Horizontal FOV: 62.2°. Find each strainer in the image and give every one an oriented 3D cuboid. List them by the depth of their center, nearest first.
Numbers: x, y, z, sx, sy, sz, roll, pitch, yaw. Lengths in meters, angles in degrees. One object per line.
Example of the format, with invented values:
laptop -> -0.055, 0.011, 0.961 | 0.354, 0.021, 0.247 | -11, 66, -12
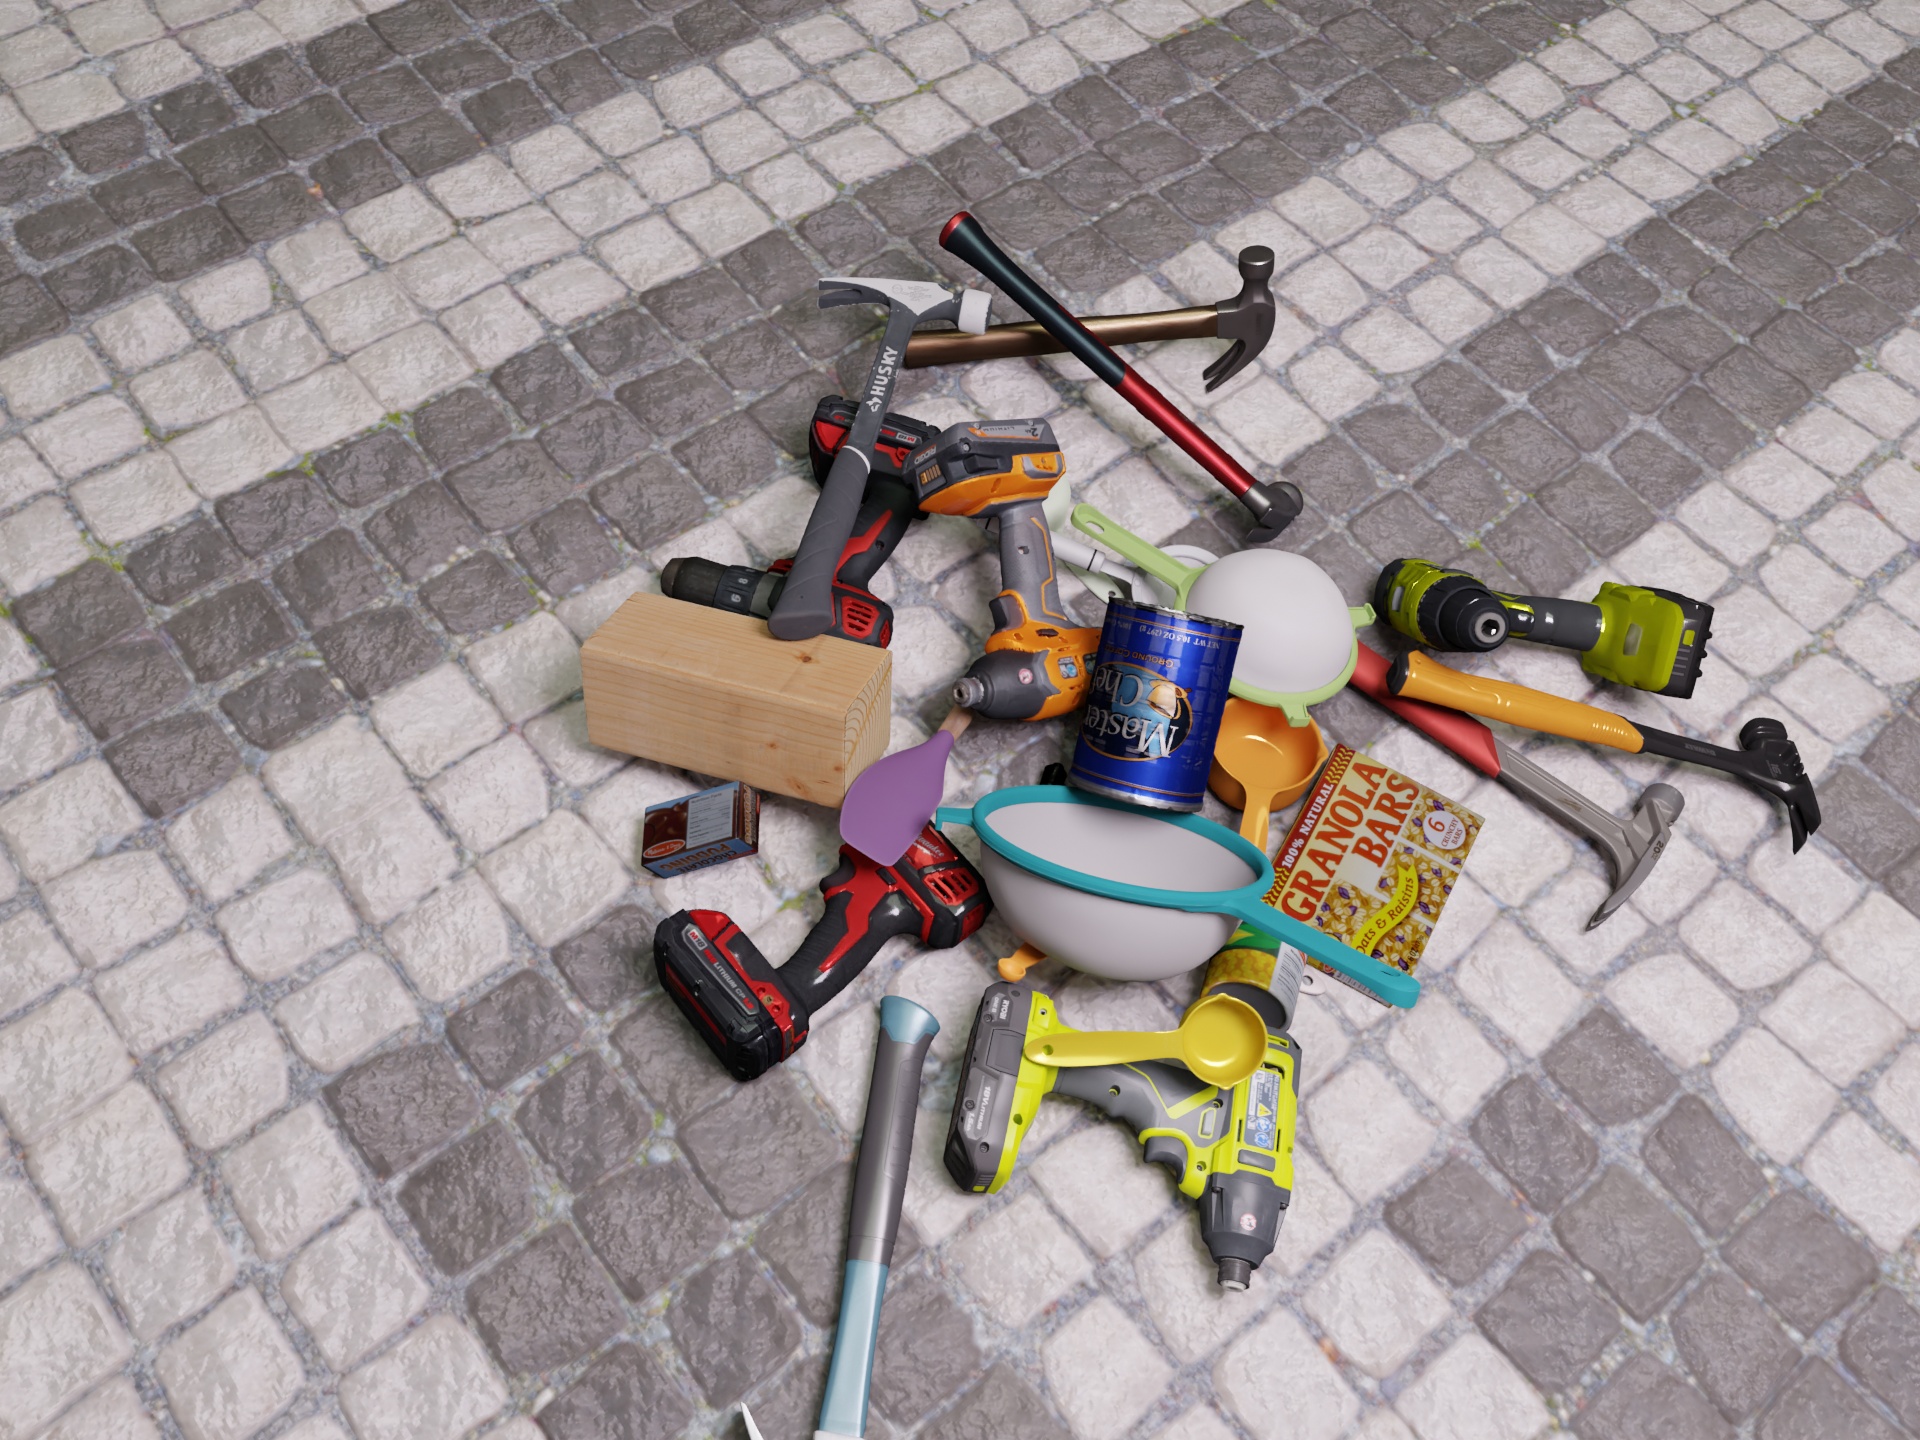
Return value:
strainer -> 0.147, 0.142, 1.059 | 0.211, 0.095, 0.341 | -4, 21, -44
strainer -> 0.202, -0.116, 1.241 | 0.256, 0.069, 0.151 | 33, 53, 11
strainer -> 0.118, -0.127, 1.300 | 0.258, 0.050, 0.087 | 22, 66, 1

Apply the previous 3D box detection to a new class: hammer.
hammer -> -0.056, 0.335, 1.017 | 0.128, 0.033, 0.331 | 9, 58, -1
hammer -> 0.492, 0.010, 1.226 | 0.337, 0.034, 0.127 | 15, 41, -4
hammer -> 0.382, 0.010, 1.252 | 0.359, 0.036, 0.149 | 37, 56, 17
hammer -> -0.084, -0.221, 1.257 | 0.149, 0.036, 0.409 | 12, 52, 3
hammer -> 0.127, -0.290, 1.329 | 0.386, 0.038, 0.143 | 43, 23, 6
hammer -> 0.113, -0.344, 1.421 | 0.331, 0.129, 0.031 | -5, 47, 5

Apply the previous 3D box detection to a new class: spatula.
spatula -> -0.002, -0.004, 1.198 | 0.060, 0.018, 0.316 | 33, 46, 5

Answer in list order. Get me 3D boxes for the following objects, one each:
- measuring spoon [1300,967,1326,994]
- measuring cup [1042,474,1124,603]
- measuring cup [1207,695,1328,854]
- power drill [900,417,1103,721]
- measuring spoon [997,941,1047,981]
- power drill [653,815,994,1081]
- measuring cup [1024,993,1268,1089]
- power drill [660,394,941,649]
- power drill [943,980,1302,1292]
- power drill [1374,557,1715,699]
measuring spoon -> 0.209, 0.165, 1.154 | 0.124, 0.018, 0.034 | 26, 59, 10
measuring cup -> 0.084, -0.161, 1.334 | 0.083, 0.038, 0.168 | -32, 67, -22
measuring cup -> 0.220, 0.063, 1.201 | 0.095, 0.052, 0.174 | 12, 60, 3
power drill -> 0.034, -0.109, 1.209 | 0.164, 0.084, 0.226 | -13, 84, -42
measuring spoon -> 0.052, 0.163, 1.106 | 0.021, 0.011, 0.117 | 29, 17, 17
power drill -> -0.098, 0.137, 1.114 | 0.219, 0.078, 0.143 | -33, 66, -25
measuring cup -> 0.119, 0.208, 1.032 | 0.156, 0.029, 0.062 | -3, 89, 0
power drill -> -0.121, -0.153, 1.293 | 0.188, 0.080, 0.227 | 17, 61, 6
power drill -> 0.109, 0.268, 1.049 | 0.223, 0.080, 0.171 | 14, 57, 0
power drill -> 0.456, -0.075, 1.241 | 0.228, 0.191, 0.080 | 8, 102, -5
